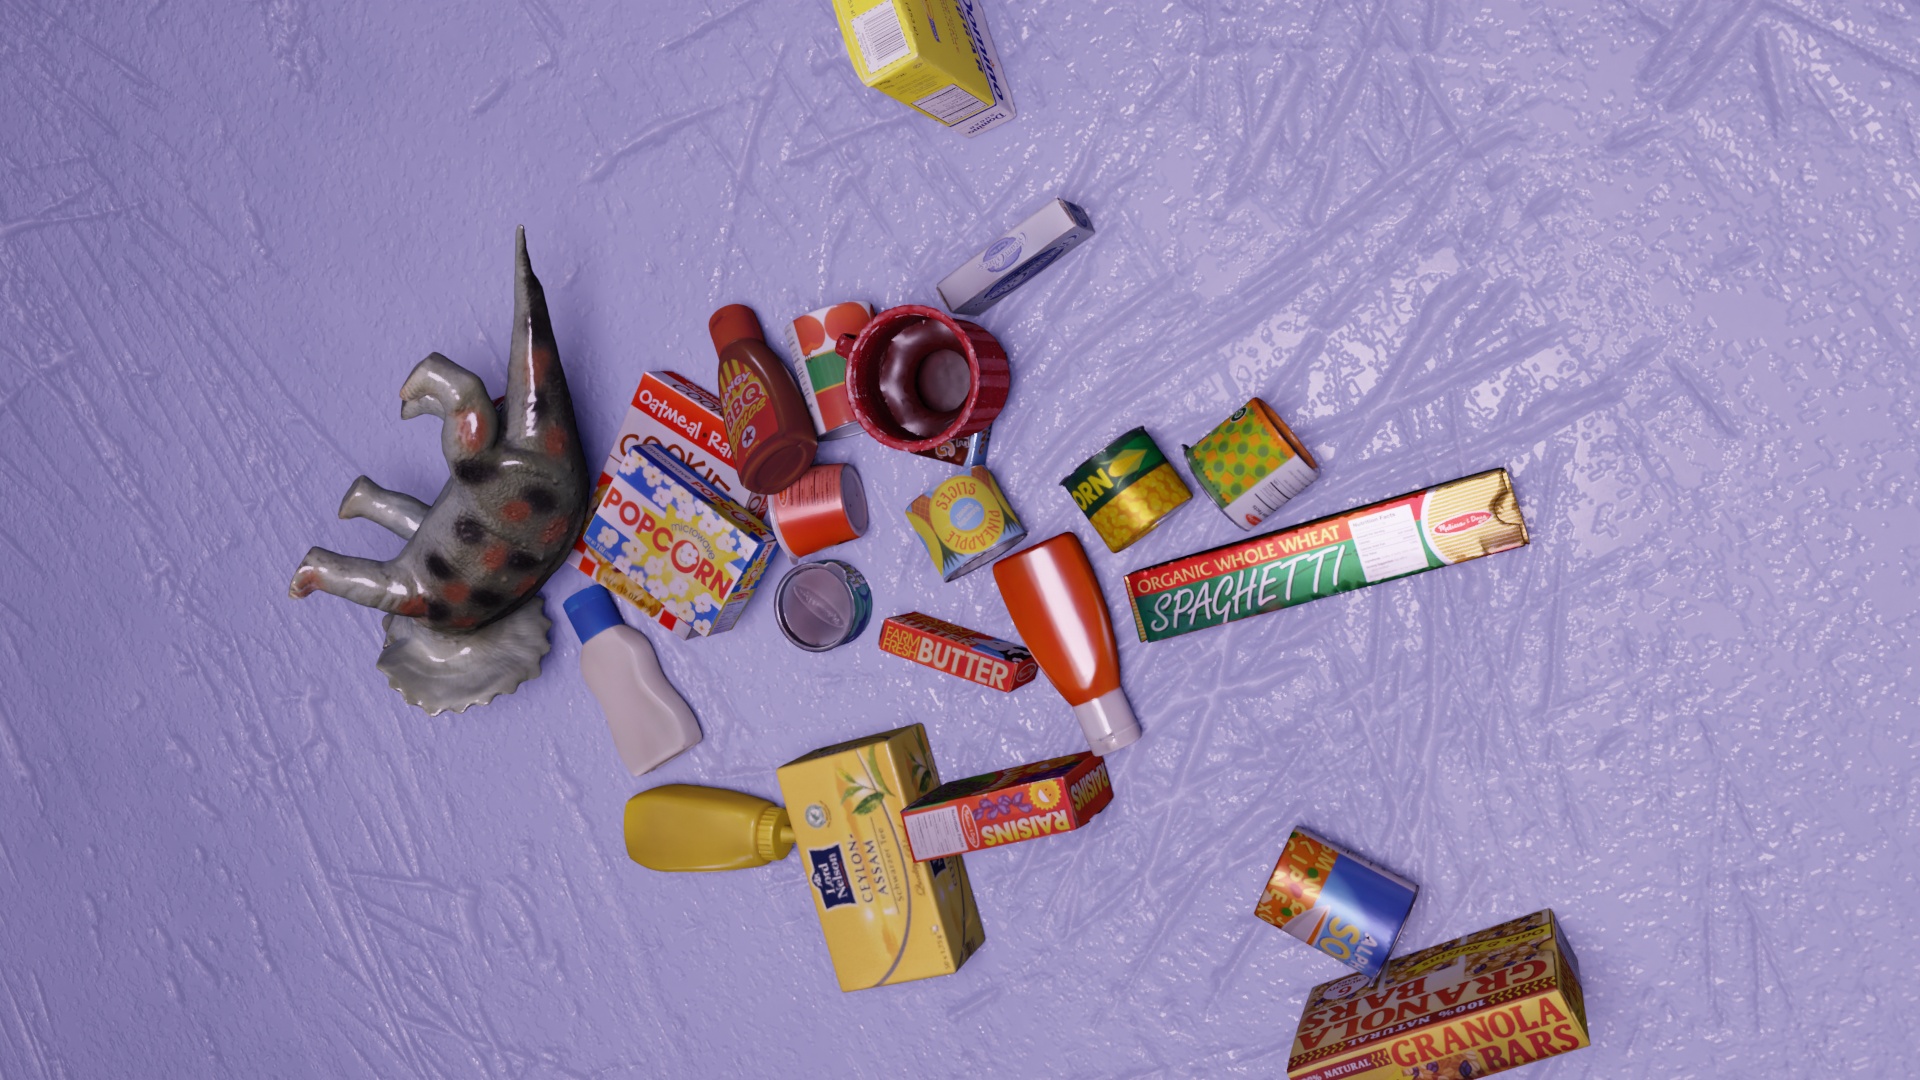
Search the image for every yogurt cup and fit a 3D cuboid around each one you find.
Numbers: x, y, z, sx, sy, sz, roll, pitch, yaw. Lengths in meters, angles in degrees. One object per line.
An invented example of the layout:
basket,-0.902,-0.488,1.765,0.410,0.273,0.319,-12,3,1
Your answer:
yogurt cup,-0.101,-0.024,0.998,0.054,0.072,0.072,-11,91,14

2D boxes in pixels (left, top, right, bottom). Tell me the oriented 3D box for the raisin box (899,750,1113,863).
raisin box,0.033,0.181,0.950,0.123,0.086,0.040,-17,87,22

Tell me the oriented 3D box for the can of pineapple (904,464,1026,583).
can of pineapple,0.003,-0.012,0.954,0.071,0.071,0.058,-33,83,21

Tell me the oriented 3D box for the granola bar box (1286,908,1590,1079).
granola bar box,0.287,0.285,0.839,0.165,0.124,0.039,-27,86,21

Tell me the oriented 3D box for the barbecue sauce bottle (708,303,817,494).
barbecue sauce bottle,-0.146,-0.106,0.988,0.064,0.044,0.149,-45,50,29

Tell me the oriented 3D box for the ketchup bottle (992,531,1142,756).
ketchup bottle,0.077,0.072,0.946,0.064,0.043,0.149,-24,86,18

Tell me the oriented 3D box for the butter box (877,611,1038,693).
butter box,-0.001,0.077,0.972,0.103,0.053,0.024,17,99,19

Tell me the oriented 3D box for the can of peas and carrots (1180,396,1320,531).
can of peas and carrots,0.184,-0.051,0.882,0.058,0.071,0.071,-39,80,19

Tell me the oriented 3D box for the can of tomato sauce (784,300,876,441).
can of tomato sauce,-0.079,-0.120,0.980,0.071,0.071,0.083,-18,88,22

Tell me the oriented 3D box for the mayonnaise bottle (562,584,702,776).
mayonnaise bottle,-0.261,0.106,1.084,0.064,0.041,0.148,-32,82,20

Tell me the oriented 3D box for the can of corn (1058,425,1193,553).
can of corn,0.108,-0.032,0.911,0.071,0.071,0.058,-38,82,20

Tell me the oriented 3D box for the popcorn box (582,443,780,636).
popcorn box,-0.203,-0.002,1.009,0.127,0.038,0.085,36,107,14

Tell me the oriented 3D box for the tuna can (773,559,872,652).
tuna can,-0.099,0.045,1.019,0.071,0.033,0.071,2,96,21

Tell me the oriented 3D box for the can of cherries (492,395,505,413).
can of cherries,-0.346,-0.085,1.086,0.058,0.071,0.071,-16,89,23

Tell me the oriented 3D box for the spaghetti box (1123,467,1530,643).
spaghetti box,0.228,0.012,0.889,0.249,0.029,0.050,-17,89,22

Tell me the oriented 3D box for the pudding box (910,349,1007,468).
pudding box,-0.001,-0.095,0.969,0.050,0.030,0.083,16,100,19

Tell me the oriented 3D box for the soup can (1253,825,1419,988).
soup can,0.237,0.232,0.883,0.084,0.071,0.071,25,104,18

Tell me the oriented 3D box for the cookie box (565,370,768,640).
cookie box,-0.214,-0.028,1.054,0.123,0.040,0.167,31,106,16

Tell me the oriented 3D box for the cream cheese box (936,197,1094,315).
cream cheese box,0.038,-0.190,0.933,0.103,0.053,0.024,-32,85,21

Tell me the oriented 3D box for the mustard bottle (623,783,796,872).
mustard bottle,-0.178,0.222,1.057,0.160,0.049,0.065,0,95,21
